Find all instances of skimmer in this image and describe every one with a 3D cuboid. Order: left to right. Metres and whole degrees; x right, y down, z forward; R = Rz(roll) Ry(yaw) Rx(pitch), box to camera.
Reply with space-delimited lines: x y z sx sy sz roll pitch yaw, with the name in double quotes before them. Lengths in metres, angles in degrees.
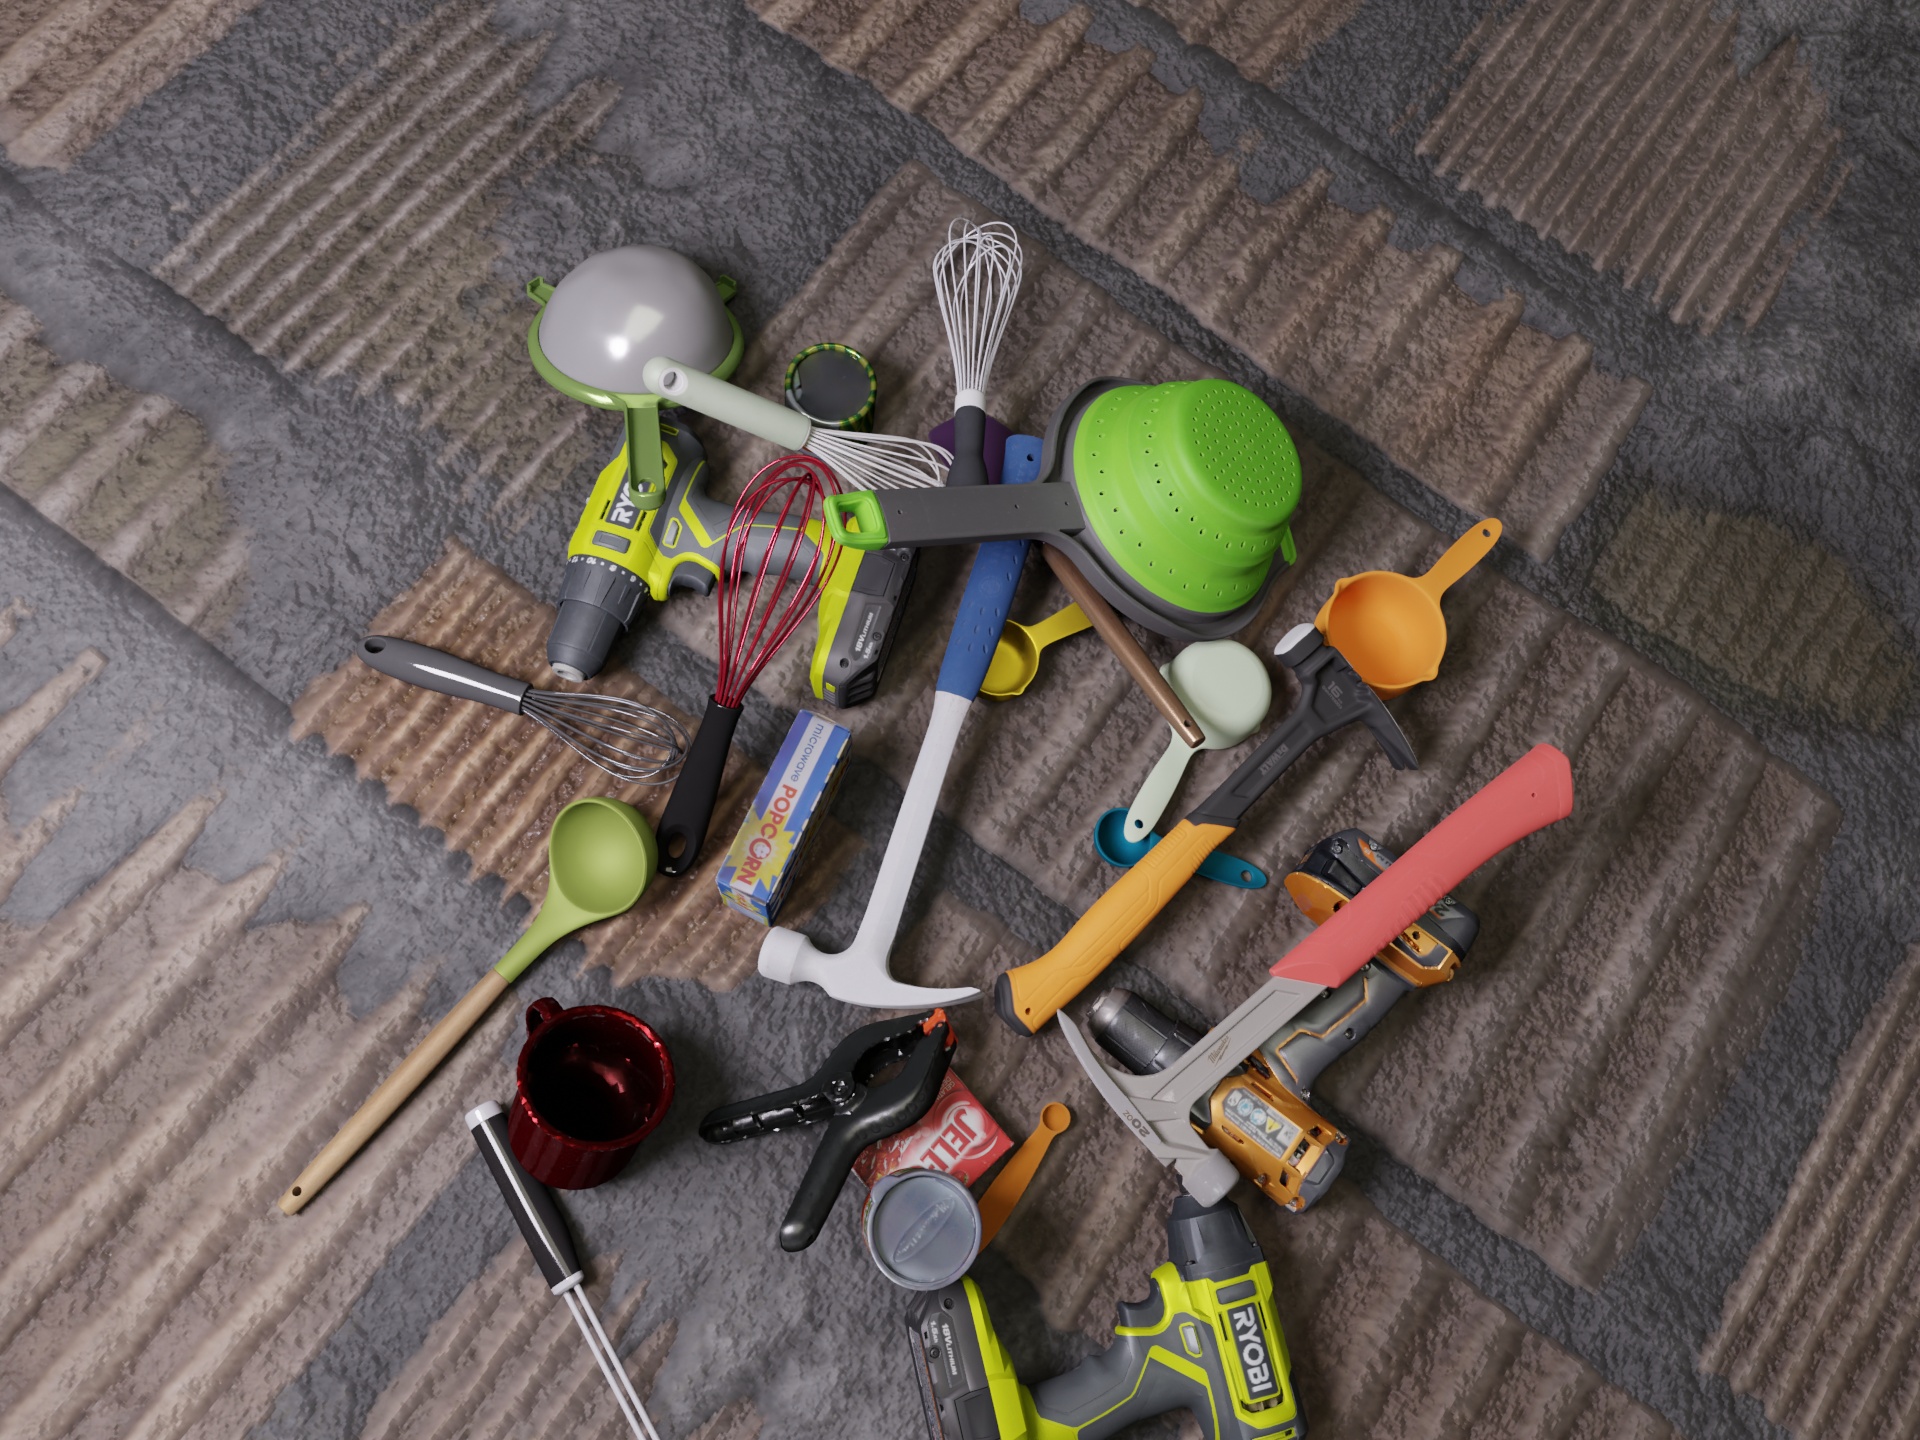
"skimmer" -0.217 0.391 0.925 0.127 0.090 0.363 -36 76 17

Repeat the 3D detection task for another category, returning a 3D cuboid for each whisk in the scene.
"whisk" -0.293 -0.011 1.062 0.239 0.055 0.055 18 72 4
"whisk" -0.142 -0.029 1.011 0.073 0.073 0.295 22 107 0
"whisk" -0.101 -0.192 1.080 0.246 0.059 0.058 18 103 -30
"whisk" 0.007 -0.248 1.132 0.070 0.070 0.285 5 61 -5

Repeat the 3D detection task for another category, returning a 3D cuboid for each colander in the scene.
"colander" 0.098 -0.154 1.036 0.397 0.094 0.205 -9 74 -36

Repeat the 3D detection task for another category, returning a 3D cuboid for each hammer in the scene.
"hammer" -0.002 -0.003 1.065 0.144 0.035 0.406 16 75 9
"hammer" 0.157 0.090 1.065 0.337 0.034 0.127 -43 98 -10
"hammer" 0.236 0.131 0.998 0.359 0.036 0.149 -39 79 -6

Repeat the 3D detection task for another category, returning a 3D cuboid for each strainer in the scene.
"strainer" -0.218 -0.248 1.075 0.151 0.069 0.257 -3 49 -11

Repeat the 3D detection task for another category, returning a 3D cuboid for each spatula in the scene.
"spatula" 0.077 -0.105 1.113 0.060 0.018 0.316 -28 66 -13

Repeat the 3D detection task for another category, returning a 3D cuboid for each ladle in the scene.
"ladle" -0.310 0.178 0.997 0.078 0.062 0.320 37 76 16

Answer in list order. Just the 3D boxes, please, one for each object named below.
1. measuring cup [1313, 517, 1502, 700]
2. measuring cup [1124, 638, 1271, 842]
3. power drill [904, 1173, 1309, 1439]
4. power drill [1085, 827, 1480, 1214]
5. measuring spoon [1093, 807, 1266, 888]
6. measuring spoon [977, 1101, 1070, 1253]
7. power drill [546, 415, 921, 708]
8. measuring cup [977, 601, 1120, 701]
"measuring cup" 0.325 -0.084 1.148 0.173 0.052 0.095 -41 82 -17
"measuring cup" 0.159 0.013 1.096 0.083 0.038 0.168 33 65 1
"power drill" 0.086 0.379 0.973 0.223 0.080 0.171 -10 76 -13
"power drill" 0.209 0.178 1.045 0.185 0.084 0.226 37 77 7
"measuring spoon" 0.149 0.095 1.096 0.128 0.021 0.042 18 66 -10
"measuring spoon" 0.033 0.297 1.025 0.021 0.011 0.117 35 77 5
"power drill" -0.156 -0.091 1.083 0.228 0.080 0.191 17 71 2
"measuring cup" 0.067 -0.062 1.125 0.156 0.029 0.062 -27 78 -16
